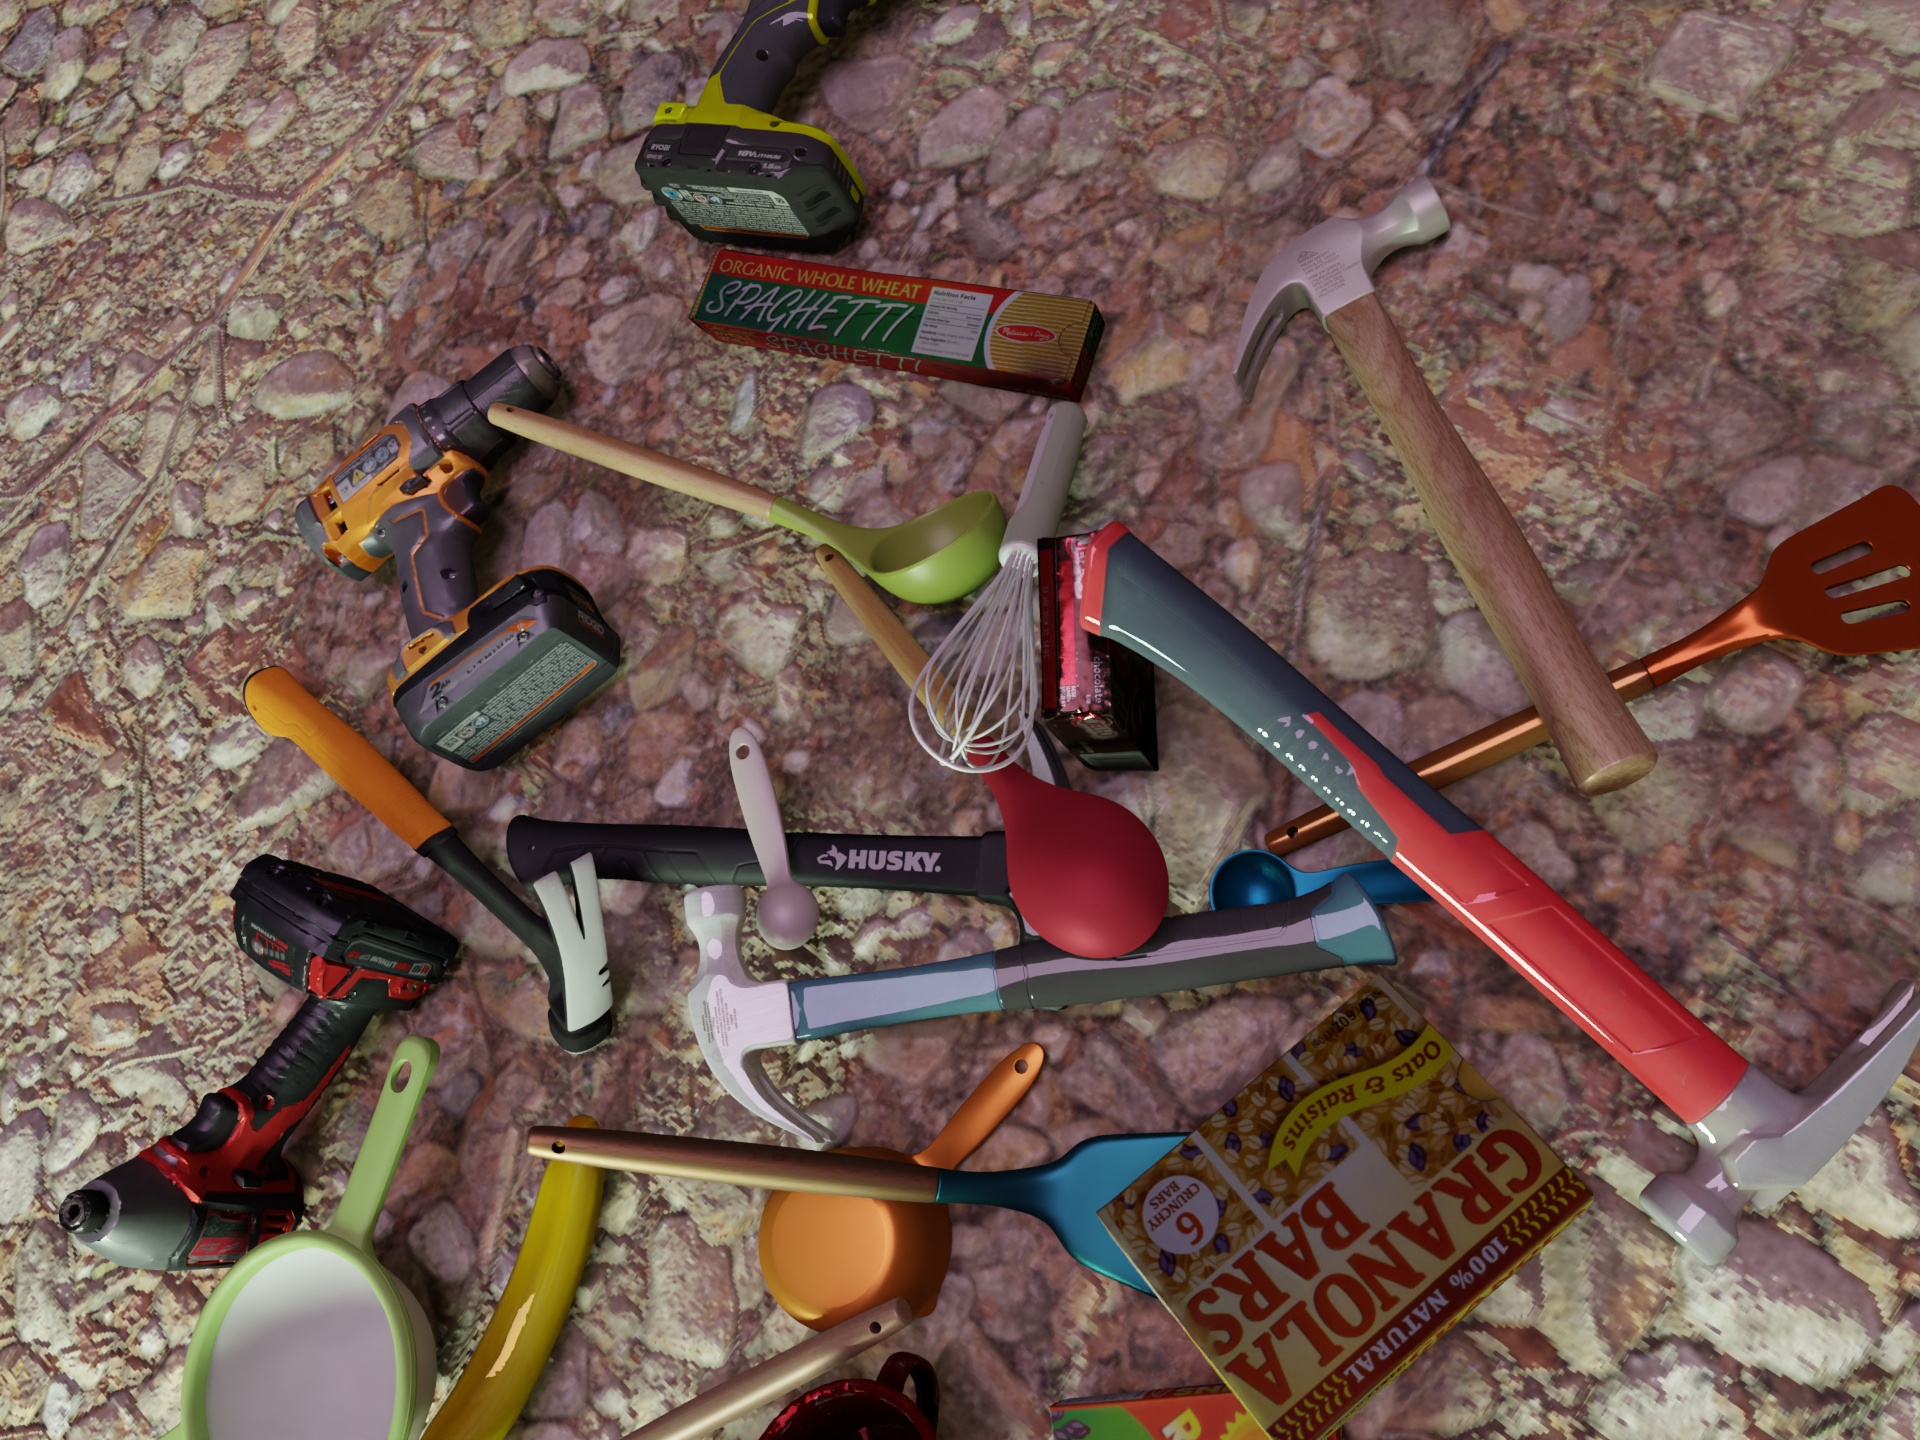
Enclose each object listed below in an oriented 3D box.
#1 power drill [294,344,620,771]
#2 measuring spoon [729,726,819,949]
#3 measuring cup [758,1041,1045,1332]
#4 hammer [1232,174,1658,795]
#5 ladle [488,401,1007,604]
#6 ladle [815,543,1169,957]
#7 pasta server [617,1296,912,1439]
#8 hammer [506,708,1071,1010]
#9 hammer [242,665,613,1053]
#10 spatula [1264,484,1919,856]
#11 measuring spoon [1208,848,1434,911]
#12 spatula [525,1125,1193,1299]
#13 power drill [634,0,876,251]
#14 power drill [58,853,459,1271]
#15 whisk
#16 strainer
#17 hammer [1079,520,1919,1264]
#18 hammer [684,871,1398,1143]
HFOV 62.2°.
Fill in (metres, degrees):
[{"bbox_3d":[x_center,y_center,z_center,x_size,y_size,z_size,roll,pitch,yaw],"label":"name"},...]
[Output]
[{"bbox_3d":[-0.283,-0.106,0.943,0.185,0.084,0.226,-38,61,5],"label":"power drill"},{"bbox_3d":[-0.103,0.058,0.817,0.034,0.018,0.124,-24,68,15],"label":"measuring spoon"},{"bbox_3d":[-0.026,0.218,0.760,0.173,0.052,0.095,-49,64,4],"label":"measuring cup"},{"bbox_3d":[0.229,-0.111,0.752,0.130,0.031,0.332,-27,60,14],"label":"hammer"},{"bbox_3d":[-0.124,-0.134,0.870,0.320,0.062,0.078,20,44,15],"label":"ladle"},{"bbox_3d":[-0.001,-0.003,0.790,0.069,0.031,0.316,-38,49,-1],"label":"ladle"},{"bbox_3d":[-0.151,0.347,0.757,0.316,0.040,0.060,-34,81,20],"label":"pasta server"},{"bbox_3d":[-0.096,0.068,0.842,0.335,0.035,0.146,0,76,21],"label":"hammer"},{"bbox_3d":[-0.312,0.051,0.902,0.337,0.127,0.034,32,46,31],"label":"hammer"},{"bbox_3d":[0.289,-0.007,0.723,0.322,0.041,0.081,-27,67,16],"label":"spatula"},{"bbox_3d":[0.181,0.078,0.745,0.128,0.021,0.042,-6,82,10],"label":"measuring spoon"},{"bbox_3d":[-0.035,0.207,0.716,0.317,0.044,0.082,8,87,-8],"label":"spatula"},{"bbox_3d":[-0.085,-0.402,0.951,0.191,0.080,0.228,13,77,24],"label":"power drill"},{"bbox_3d":[-0.381,0.191,0.858,0.079,0.143,0.220,25,83,23],"label":"power drill"},{"bbox_3d":[0.028,-0.074,0.787,0.059,0.057,0.246,21,54,-4],"label":"whisk"},{"bbox_3d":[-0.312,0.295,0.841,0.151,0.069,0.256,12,79,26],"label":"strainer"},{"bbox_3d":[0.210,0.040,0.668,0.386,0.038,0.143,42,92,7],"label":"hammer"},{"bbox_3d":[0.032,0.117,0.741,0.331,0.033,0.128,-11,77,11],"label":"hammer"}]
